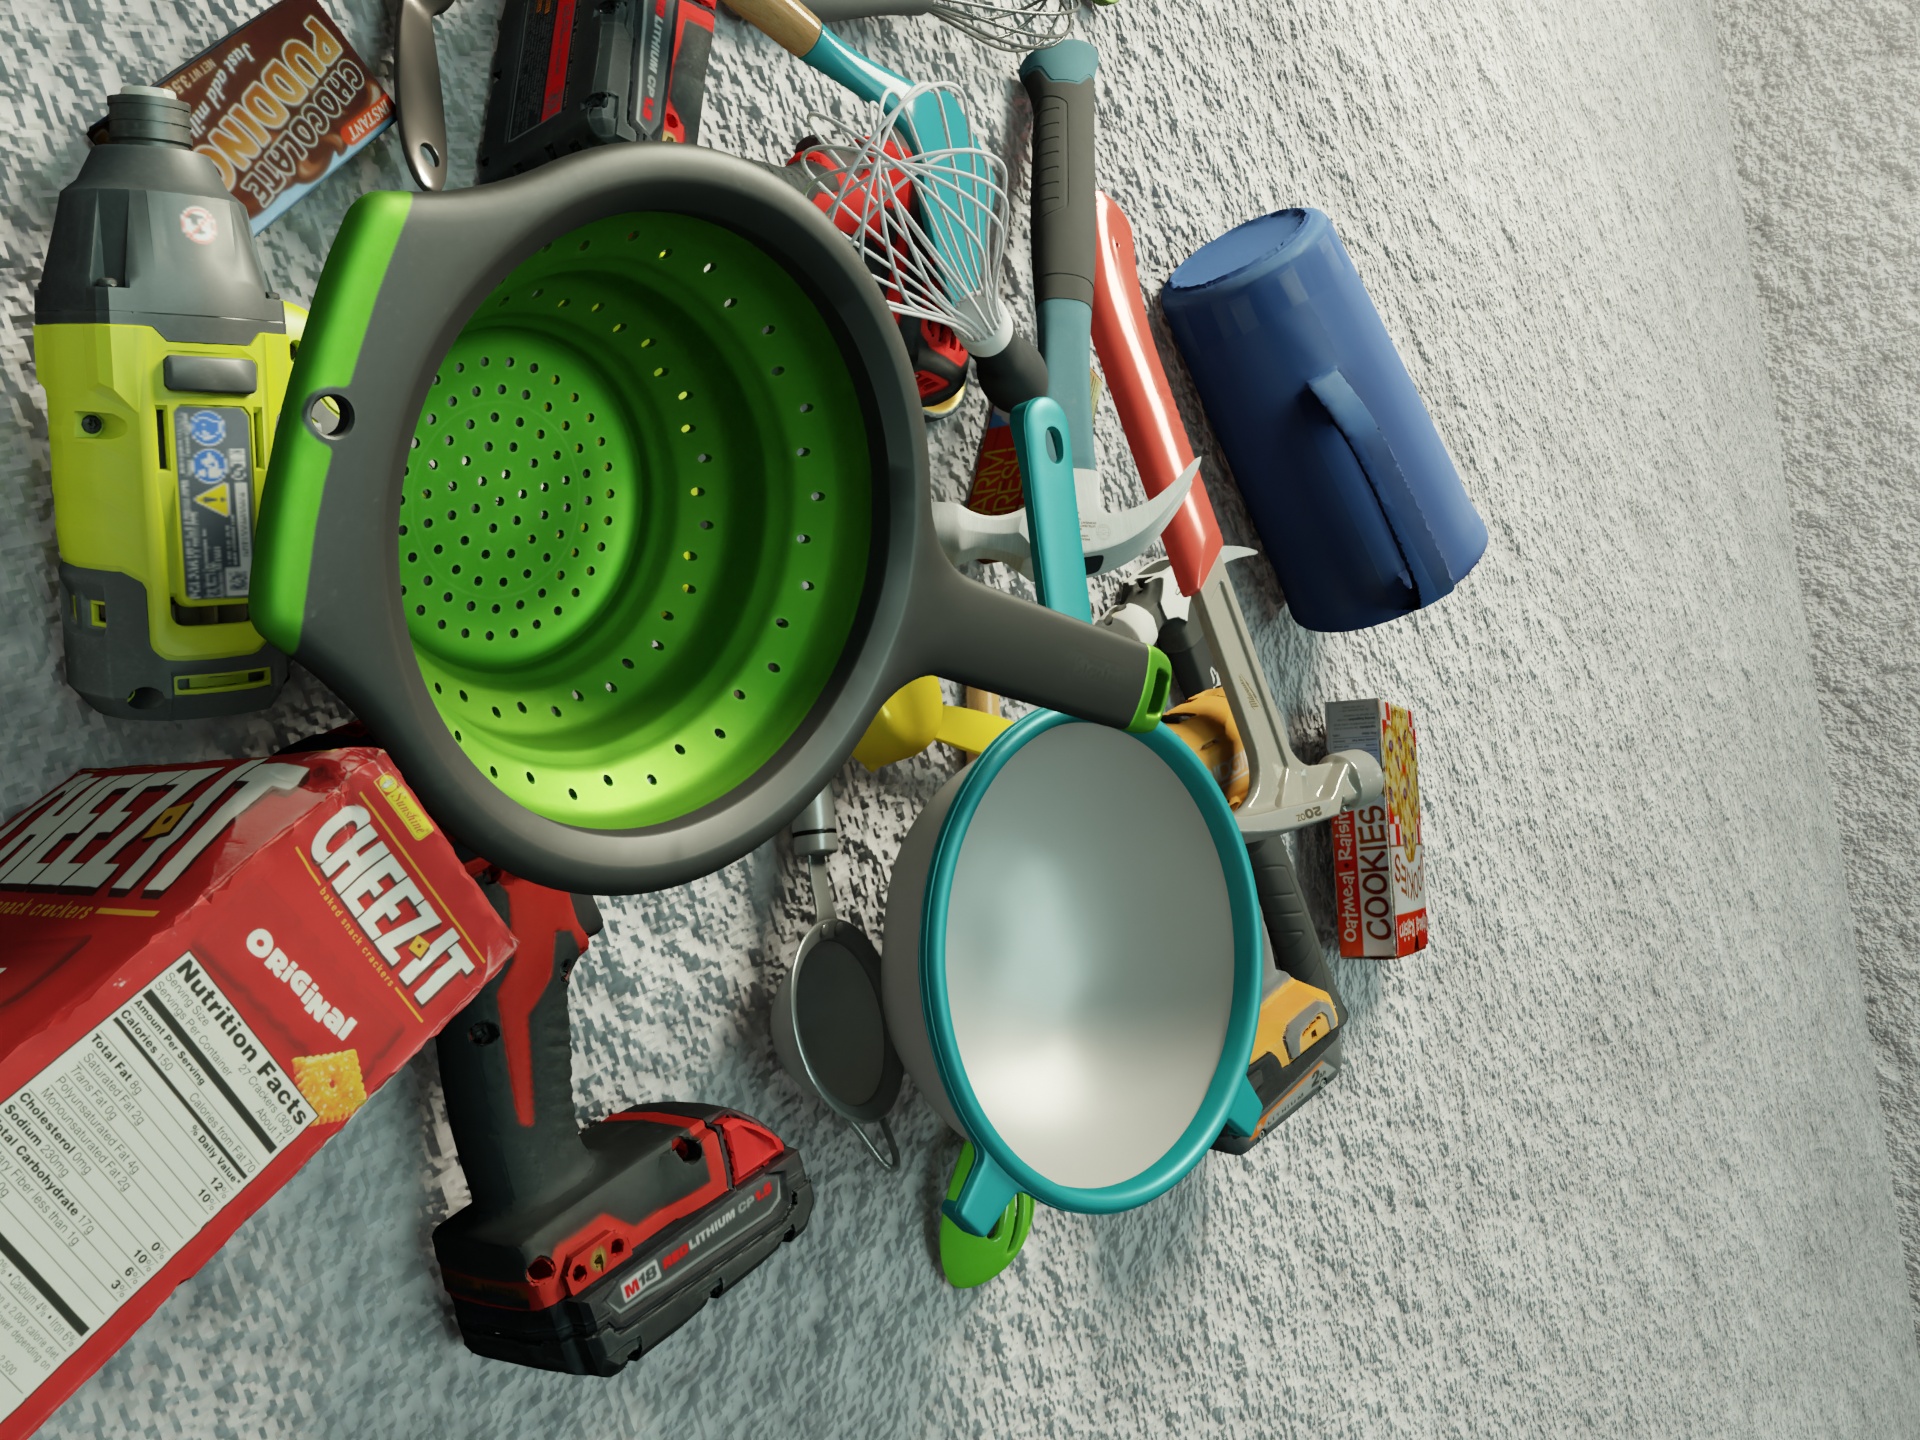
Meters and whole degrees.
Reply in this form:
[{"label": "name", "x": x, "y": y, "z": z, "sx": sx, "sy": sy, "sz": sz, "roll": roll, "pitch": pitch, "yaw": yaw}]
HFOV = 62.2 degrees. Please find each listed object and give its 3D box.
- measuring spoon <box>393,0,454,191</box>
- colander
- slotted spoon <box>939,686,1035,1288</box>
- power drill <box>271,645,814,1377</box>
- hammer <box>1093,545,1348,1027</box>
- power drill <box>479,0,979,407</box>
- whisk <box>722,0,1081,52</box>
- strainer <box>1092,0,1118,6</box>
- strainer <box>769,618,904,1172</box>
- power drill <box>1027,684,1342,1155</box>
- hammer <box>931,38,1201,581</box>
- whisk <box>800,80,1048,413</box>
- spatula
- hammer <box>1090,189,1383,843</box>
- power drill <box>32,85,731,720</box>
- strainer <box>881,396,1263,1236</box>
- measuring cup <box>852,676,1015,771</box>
[{"label": "measuring spoon", "x": -0.182, "y": -0.231, "z": 0.547, "sx": 0.034, "sy": 0.018, "sz": 0.124, "roll": 30, "pitch": 43, "yaw": -55}, {"label": "colander", "x": -0.060, "y": -0.046, "z": 0.527, "sx": 0.396, "sy": 0.094, "sz": 0.204, "roll": 15, "pitch": 90, "yaw": -52}, {"label": "slotted spoon", "x": 0.013, "y": 0.112, "z": 0.769, "sx": 0.070, "sy": 0.031, "sz": 0.314, "roll": 10, "pitch": 76, "yaw": -54}, {"label": "power drill", "x": -0.127, "y": 0.087, "z": 0.564, "sx": 0.188, "sy": 0.080, "sz": 0.226, "roll": -25, "pitch": 102, "yaw": -50}, {"label": "hammer", "x": 0.178, "y": 0.051, "z": 0.970, "sx": 0.146, "sy": 0.035, "sz": 0.334, "roll": -43, "pitch": 118, "yaw": -43}, {"label": "power drill", "x": -0.075, "y": -0.228, "z": 0.651, "sx": 0.219, "sy": 0.078, "sz": 0.143, "roll": 17, "pitch": 72, "yaw": -46}, {"label": "whisk", "x": -0.022, "y": -0.348, "z": 0.765, "sx": 0.239, "sy": 0.055, "sz": 0.055, "roll": -24, "pitch": 104, "yaw": -43}, {"label": "strainer", "x": 0.036, "y": -0.443, "z": 0.811, "sx": 0.256, "sy": 0.069, "sz": 0.151, "roll": 19, "pitch": 85, "yaw": -53}, {"label": "strainer", "x": -0.062, "y": 0.060, "z": 0.674, "sx": 0.086, "sy": 0.050, "sz": 0.258, "roll": 11, "pitch": 71, "yaw": -63}, {"label": "power drill", "x": 0.115, "y": 0.111, "z": 0.837, "sx": 0.185, "sy": 0.084, "sz": 0.226, "roll": -24, "pitch": 107, "yaw": -40}, {"label": "hammer", "x": 0.050, "y": -0.215, "z": 0.794, "sx": 0.033, "sy": 0.128, "sz": 0.331, "roll": 104, "pitch": -11, "yaw": -63}, {"label": "whisk", "x": 0.003, "y": -0.159, "z": 0.596, "sx": 0.284, "sy": 0.070, "sz": 0.070, "roll": 15, "pitch": 72, "yaw": -78}, {"label": "spatula", "x": -0.082, "y": -0.256, "z": 0.575, "sx": 0.317, "sy": 0.044, "sz": 0.082, "roll": 27, "pitch": 66, "yaw": -41}, {"label": "hammer", "x": 0.108, "y": -0.112, "z": 0.828, "sx": 0.149, "sy": 0.036, "sz": 0.359, "roll": -8, "pitch": 75, "yaw": -38}, {"label": "power drill", "x": -0.171, "y": -0.099, "z": 0.513, "sx": 0.223, "sy": 0.080, "sz": 0.171, "roll": -11, "pitch": 107, "yaw": -49}, {"label": "strainer", "x": 0.026, "y": 0.036, "z": 0.692, "sx": 0.211, "sy": 0.095, "sz": 0.340, "roll": -3, "pitch": 85, "yaw": -45}, {"label": "measuring cup", "x": -0.001, "y": -0.002, "z": 0.728, "sx": 0.156, "sy": 0.029, "sz": 0.062, "roll": 15, "pitch": 65, "yaw": -51}]
